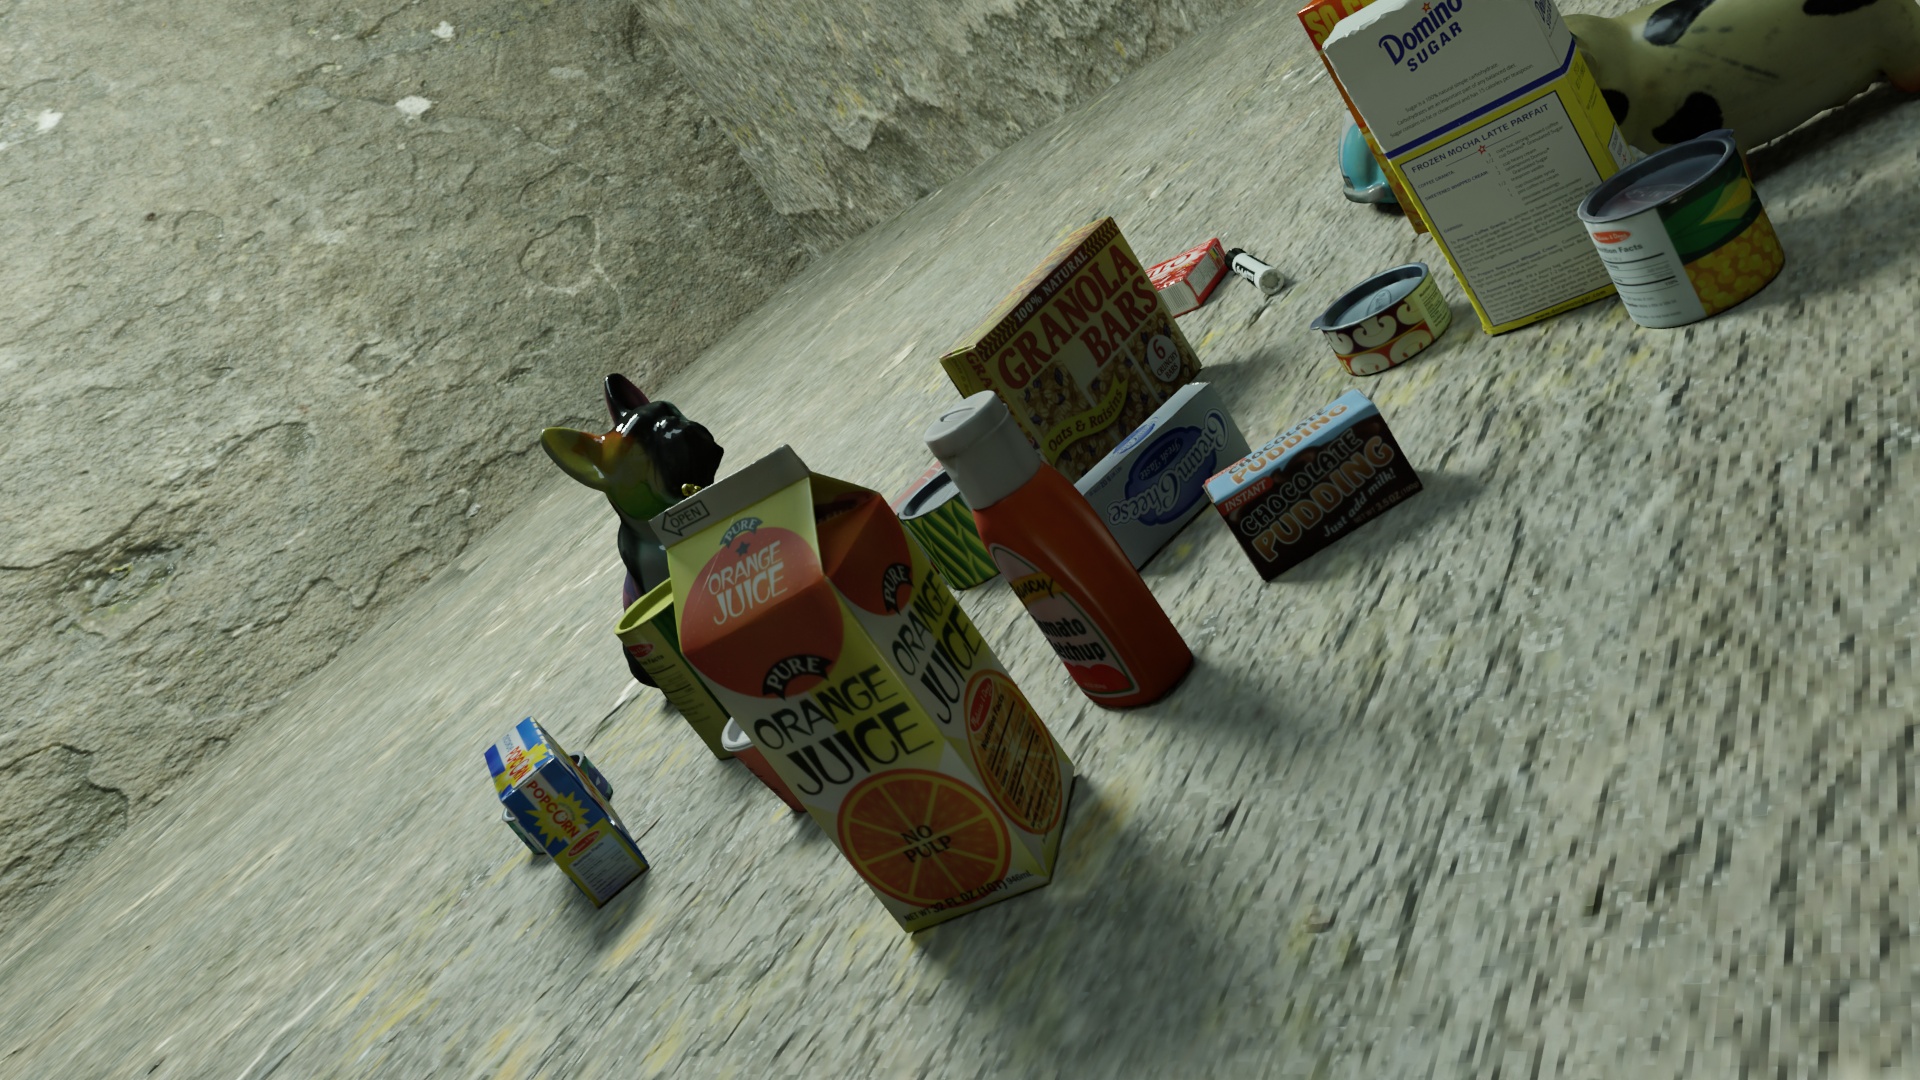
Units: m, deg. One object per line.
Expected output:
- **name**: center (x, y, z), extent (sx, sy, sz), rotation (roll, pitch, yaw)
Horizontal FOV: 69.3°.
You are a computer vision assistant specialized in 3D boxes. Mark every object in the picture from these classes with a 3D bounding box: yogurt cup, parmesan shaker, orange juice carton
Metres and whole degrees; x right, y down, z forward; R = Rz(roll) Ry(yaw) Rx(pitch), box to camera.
- **yogurt cup**: center (-0.082, 0.104, 0.727), extent (0.072, 0.054, 0.072), rotation (-32, 17, 11)
- **parmesan shaker**: center (-0.157, 0.075, 0.859), extent (0.071, 0.103, 0.071), rotation (-32, 17, 11)
- **orange juice carton**: center (-0.038, 0.053, 0.545), extent (0.071, 0.192, 0.073), rotation (-27, 18, 25)

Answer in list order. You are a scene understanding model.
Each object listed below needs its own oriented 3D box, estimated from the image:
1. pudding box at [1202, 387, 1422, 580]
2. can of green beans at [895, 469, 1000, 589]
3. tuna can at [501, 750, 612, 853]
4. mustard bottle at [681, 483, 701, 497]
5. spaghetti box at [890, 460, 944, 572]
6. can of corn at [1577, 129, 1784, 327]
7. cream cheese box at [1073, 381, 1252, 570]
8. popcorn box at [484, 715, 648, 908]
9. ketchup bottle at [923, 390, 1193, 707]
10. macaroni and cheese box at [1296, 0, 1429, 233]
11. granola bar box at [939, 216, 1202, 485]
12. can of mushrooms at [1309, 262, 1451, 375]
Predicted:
- **pudding box**: center (0.159, -0.026, 0.631), extent (0.083, 0.049, 0.030), rotation (-32, 17, 9)
- **can of green beans**: center (0.005, -0.011, 0.867), extent (0.071, 0.057, 0.071), rotation (-32, 17, 11)
- **tuna can**: center (-0.268, 0.173, 0.923), extent (0.071, 0.032, 0.071), rotation (-32, 17, 11)
- **mustard bottle**: center (-0.103, 0.028, 0.787), extent (0.065, 0.160, 0.049), rotation (-19, 23, 43)
- **spaghetti box**: center (0.006, -0.039, 0.952), extent (0.028, 0.050, 0.251), rotation (-13, 28, 52)
- **can of corn**: center (0.320, -0.137, 0.613), extent (0.071, 0.058, 0.071), rotation (-32, 17, 11)
- **cream cheese box**: center (0.107, -0.034, 0.743), extent (0.104, 0.053, 0.024), rotation (-41, 18, -20)
- **popcorn box**: center (-0.234, 0.156, 0.818), extent (0.038, 0.085, 0.126), rotation (-40, 18, -15)
- **ketchup bottle**: center (0.040, 0.004, 0.604), extent (0.044, 0.148, 0.064), rotation (-43, 18, -24)
- **macaroni and cheese box**: center (0.297, -0.278, 0.850), extent (0.040, 0.166, 0.123), rotation (-42, 18, -21)
- **granola bar box**: center (0.075, -0.114, 0.898), extent (0.039, 0.124, 0.166), rotation (-14, 26, 50)
- **can of mushrooms**: center (0.235, -0.123, 0.776), extent (0.071, 0.033, 0.071), rotation (-32, 17, 11)
